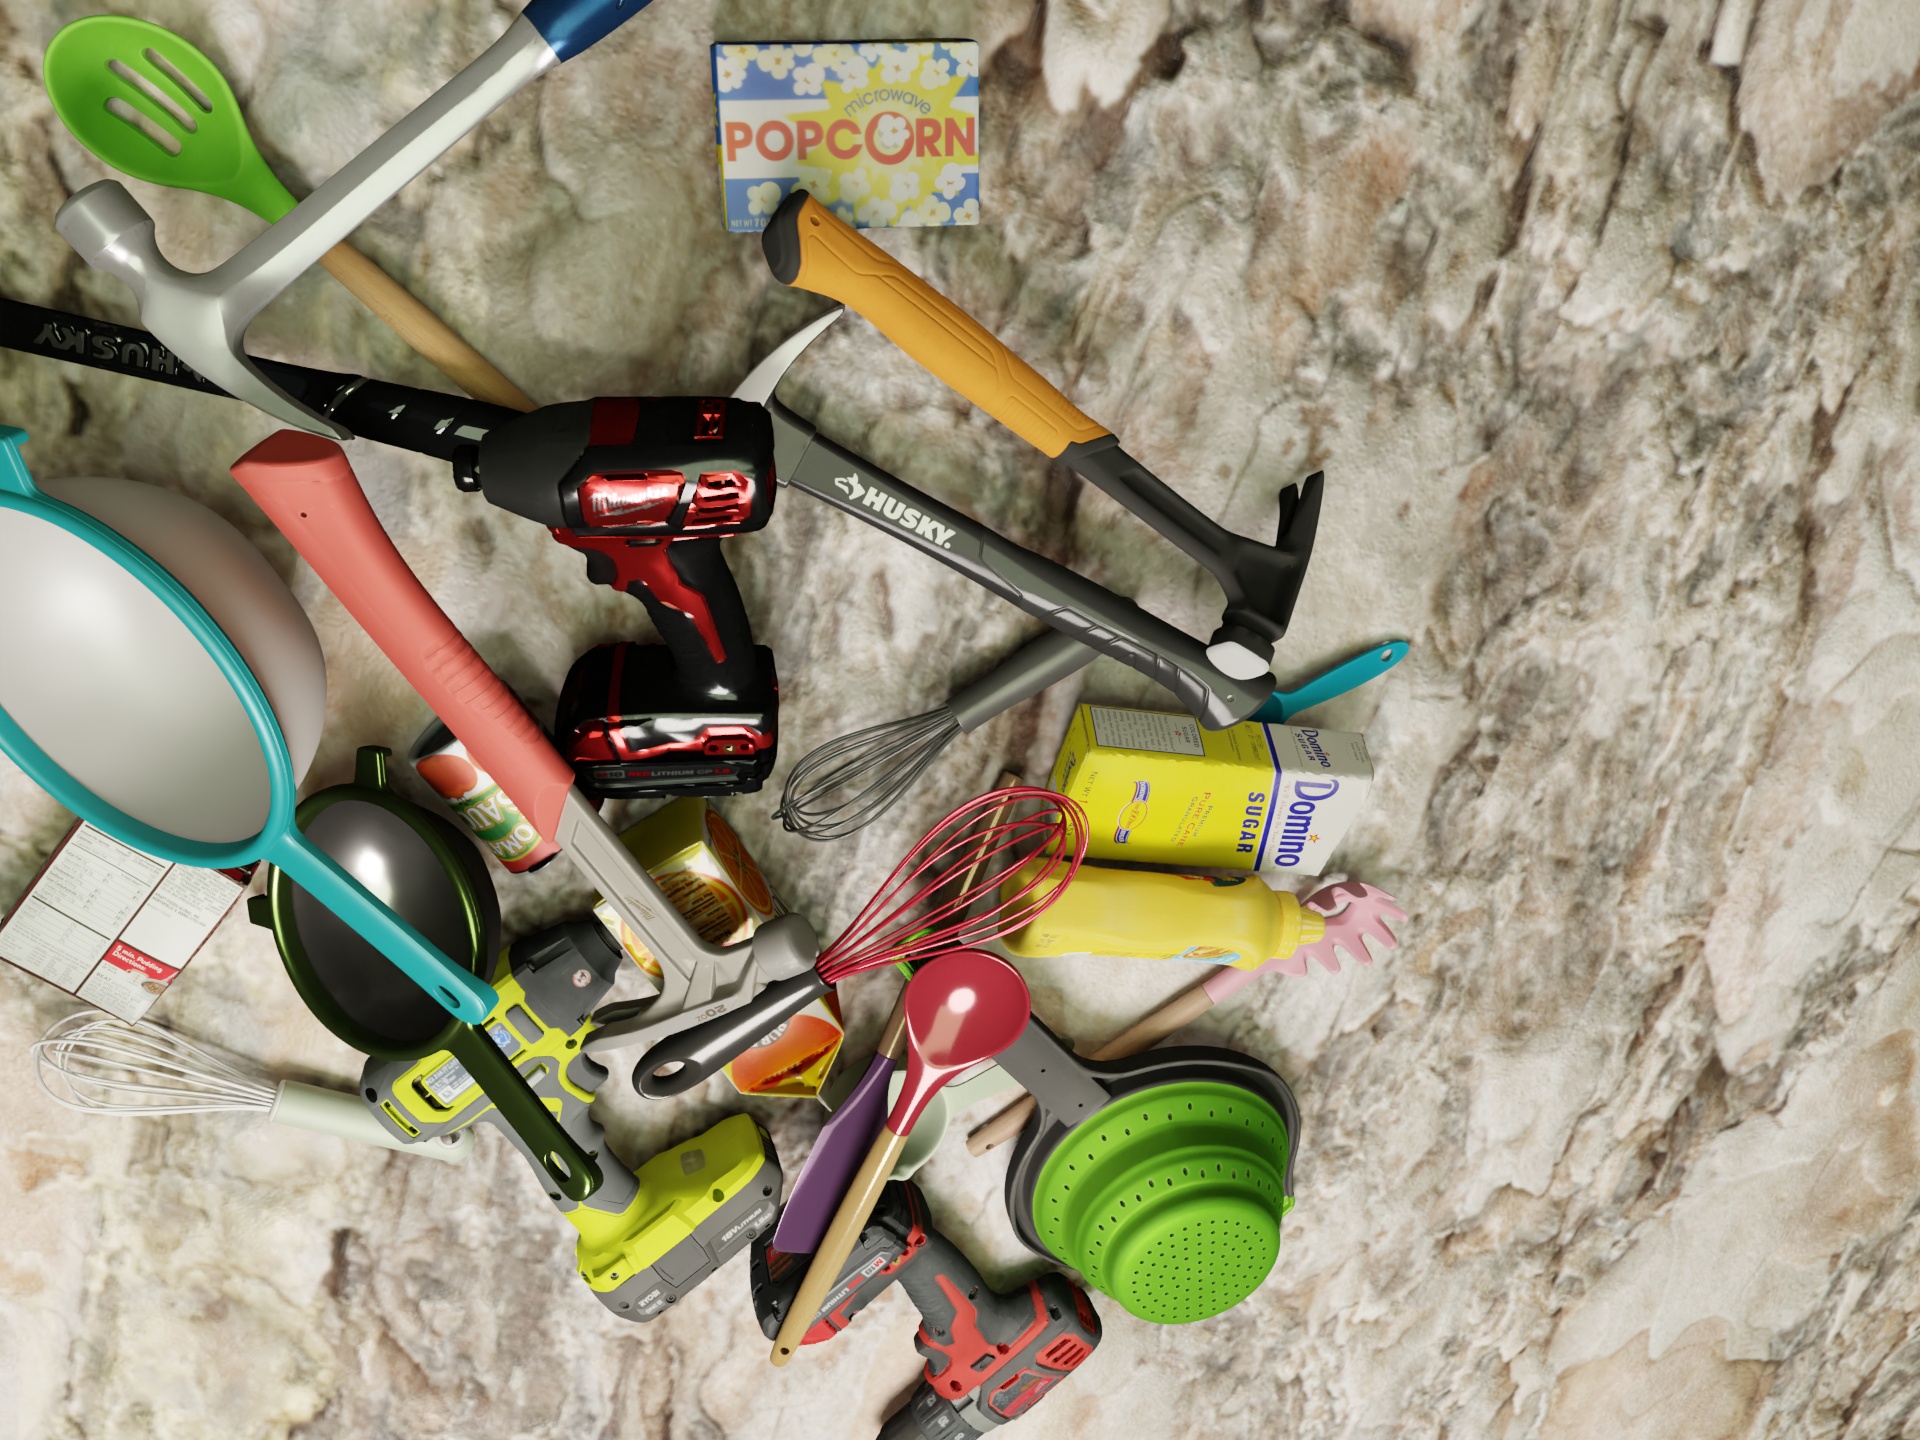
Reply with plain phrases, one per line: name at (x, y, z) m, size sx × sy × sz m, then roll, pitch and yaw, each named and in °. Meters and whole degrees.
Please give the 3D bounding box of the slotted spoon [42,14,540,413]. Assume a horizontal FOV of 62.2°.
slotted spoon at (-0.284, -0.207, 0.762) m, size 0.070 × 0.031 × 0.313 m, roll -40°, pitch 117°, yaw 17°

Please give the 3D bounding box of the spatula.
spatula at (-0.031, 0.176, 0.945) m, size 0.059 × 0.018 × 0.316 m, roll 20°, pitch 95°, yaw -43°

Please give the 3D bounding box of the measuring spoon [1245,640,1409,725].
measuring spoon at (0.208, -0.022, 0.947) m, size 0.128 × 0.021 × 0.042 m, roll -25°, pitch 128°, yaw -10°

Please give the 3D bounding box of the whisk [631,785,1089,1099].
whisk at (-0.058, 0.124, 0.855) m, size 0.296 × 0.073 × 0.073 m, roll -33°, pitch 115°, yaw 11°

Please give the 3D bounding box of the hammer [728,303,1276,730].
hammer at (0.023, -0.088, 0.845) m, size 0.334 × 0.035 × 0.146 m, roll 27°, pitch 105°, yaw -12°

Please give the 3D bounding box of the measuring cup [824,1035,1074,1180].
measuring cup at (-0.008, 0.229, 1.004) m, size 0.167 × 0.038 × 0.083 m, roll -20°, pitch 114°, yaw -18°

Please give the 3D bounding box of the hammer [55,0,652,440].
hammer at (-0.190, -0.291, 0.706) m, size 0.405 × 0.035 × 0.144 m, roll -40°, pitch 106°, yaw -2°

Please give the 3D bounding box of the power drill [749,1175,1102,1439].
power drill at (-0.038, 0.404, 1.049) m, size 0.188 × 0.080 × 0.226 m, roll -42°, pitch 117°, yaw 9°

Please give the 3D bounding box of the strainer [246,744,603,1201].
strainer at (-0.260, 0.140, 0.846) m, size 0.256 × 0.069 × 0.151 m, roll 49°, pitch 117°, yaw 8°

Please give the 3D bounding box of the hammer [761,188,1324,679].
hammer at (0.048, -0.158, 0.803) m, size 0.336 × 0.034 × 0.127 m, roll 33°, pitch 64°, yaw -22°

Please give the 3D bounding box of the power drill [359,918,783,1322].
power drill at (-0.211, 0.230, 0.935) m, size 0.171 × 0.080 × 0.223 m, roll -38°, pitch 112°, yaw -4°

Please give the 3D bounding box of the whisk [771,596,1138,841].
whisk at (-0.002, -0.004, 0.894) m, size 0.239 × 0.055 × 0.055 m, roll -32°, pitch 115°, yaw -2°

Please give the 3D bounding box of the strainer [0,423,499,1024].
strainer at (-0.337, 0.007, 0.774) m, size 0.340 × 0.095 × 0.211 m, roll 45°, pitch 132°, yaw -13°

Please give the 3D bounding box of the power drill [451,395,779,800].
power drill at (-0.158, -0.060, 0.774) m, size 0.143 × 0.079 × 0.219 m, roll -2°, pitch 137°, yaw -4°

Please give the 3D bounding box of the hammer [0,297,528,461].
hammer at (-0.315, -0.152, 0.756) m, size 0.408 × 0.036 × 0.149 m, roll 12°, pitch 114°, yaw -11°

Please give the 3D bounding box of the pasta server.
pasta server at (0.138, 0.194, 1.011) m, size 0.316 × 0.040 × 0.060 m, roll -34°, pitch 124°, yaw 6°

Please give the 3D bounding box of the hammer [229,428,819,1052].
hammer at (-0.223, 0.019, 0.770) m, size 0.149 × 0.037 × 0.358 m, roll -23°, pitch 118°, yaw 21°

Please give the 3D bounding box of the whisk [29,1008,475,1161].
whisk at (-0.402, 0.217, 0.915) m, size 0.246 × 0.058 × 0.059 m, roll 20°, pitch 142°, yaw -21°

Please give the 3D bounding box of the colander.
colander at (0.090, 0.263, 0.970) m, size 0.204 × 0.095 × 0.396 m, roll -37°, pitch 123°, yaw 9°

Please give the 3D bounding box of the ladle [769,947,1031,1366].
ladle at (-0.045, 0.256, 0.919) m, size 0.069 × 0.031 × 0.315 m, roll 25°, pitch 108°, yaw -2°
